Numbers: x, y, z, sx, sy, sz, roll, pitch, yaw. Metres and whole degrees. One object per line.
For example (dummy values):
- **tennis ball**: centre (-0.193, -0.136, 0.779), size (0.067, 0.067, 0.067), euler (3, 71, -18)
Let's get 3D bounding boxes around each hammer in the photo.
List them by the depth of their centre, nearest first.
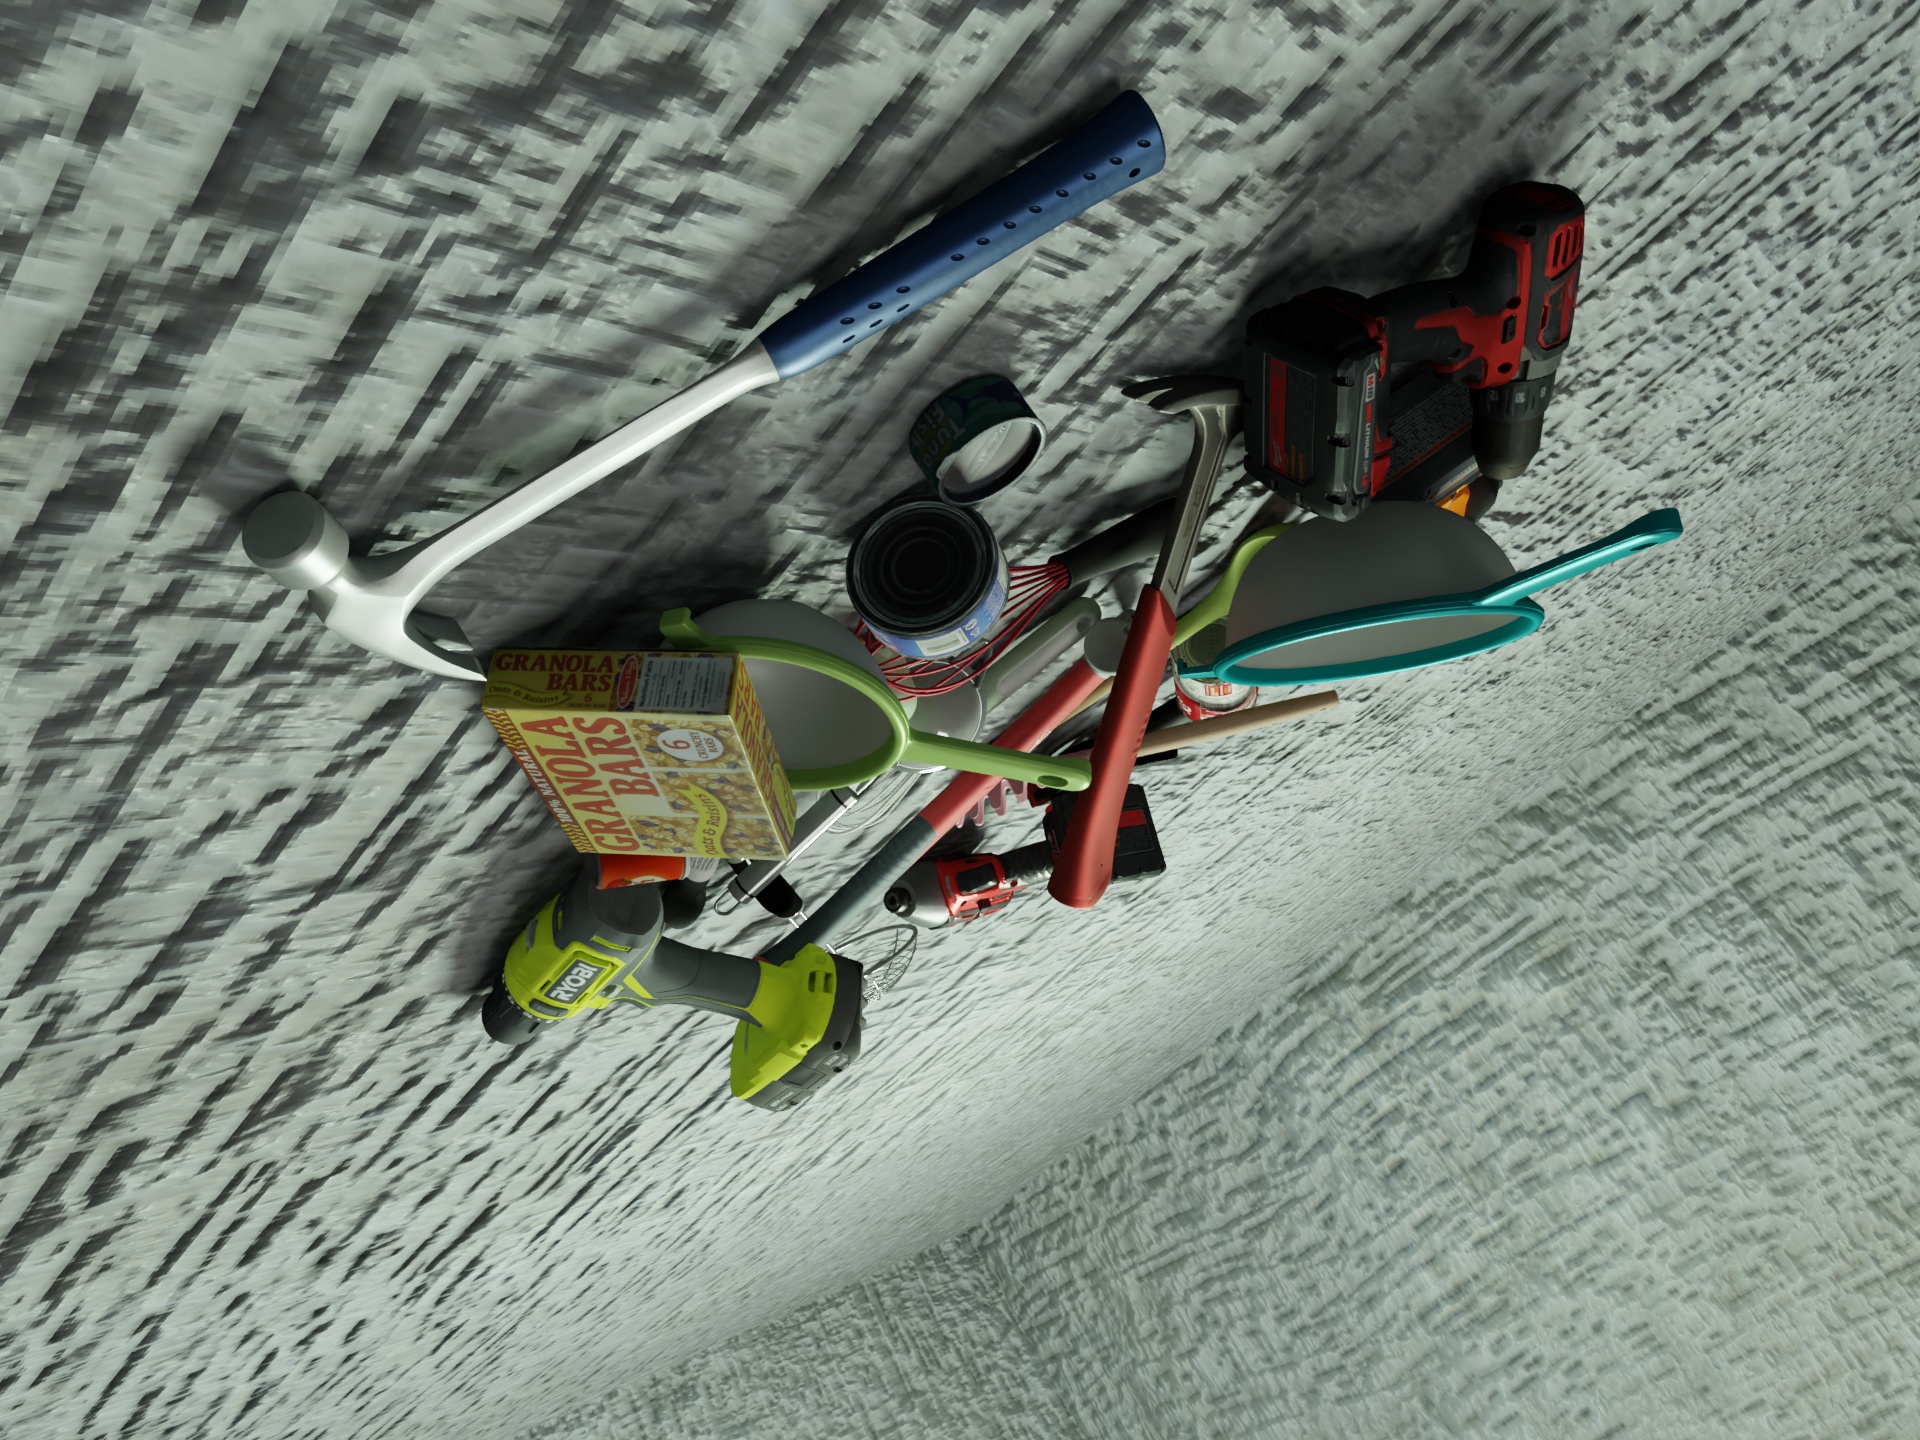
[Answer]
- **hammer**: centre (-0.091, -0.147, 0.681), size (0.405, 0.035, 0.144), euler (-32, 158, -4)
- **hammer**: centre (0.110, -0.039, 0.997), size (0.149, 0.037, 0.359), euler (-11, 125, -46)
- **hammer**: centre (-0.008, 0.063, 1.145), size (0.386, 0.038, 0.143), euler (-44, 175, 13)

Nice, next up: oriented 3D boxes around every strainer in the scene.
- **strainer**: centre (-0.049, -0.014, 0.863), size (0.256, 0.069, 0.151), euler (11, 150, -13)
- **strainer**: centre (0.293, -0.102, 0.985), size (0.211, 0.095, 0.340), euler (-2, 168, -27)
- **strainer**: centre (-0.069, 0.045, 1.050), size (0.258, 0.050, 0.086), euler (-43, 120, 9)

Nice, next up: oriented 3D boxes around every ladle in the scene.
- **ladle**: centre (0.138, -0.043, 1.192), size (0.320, 0.078, 0.062), euler (-34, -157, 11)

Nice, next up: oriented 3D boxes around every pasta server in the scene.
- **pasta server**: centre (0.145, 0.027, 1.258), size (0.316, 0.040, 0.060), euler (-14, 169, 3)

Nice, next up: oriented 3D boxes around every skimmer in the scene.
- **skimmer**: centre (-0.125, 0.147, 1.261), size (0.127, 0.090, 0.362), euler (-23, 148, 2)

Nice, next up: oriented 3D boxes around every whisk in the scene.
- **whisk**: centre (0.047, -0.084, 0.979), size (0.296, 0.073, 0.073), euler (-27, 158, -31)
- **whisk**: centre (-0.162, 0.079, 1.028), size (0.070, 0.070, 0.284), euler (-21, 162, -27)
- **whisk**: centre (-0.002, -0.003, 1.095), size (0.246, 0.059, 0.057), euler (-39, 130, 2)

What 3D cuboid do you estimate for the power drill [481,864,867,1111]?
- **power drill**: centre (-0.197, 0.190, 1.079), size (0.228, 0.080, 0.190), euler (24, 133, -26)

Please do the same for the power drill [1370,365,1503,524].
- **power drill**: centre (0.344, -0.177, 1.165), size (0.164, 0.084, 0.226), euler (-35, 162, 2)

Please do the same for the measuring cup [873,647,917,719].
- **measuring cup**: centre (-0.094, -0.007, 0.951), size (0.167, 0.038, 0.083), euler (-5, 156, -48)

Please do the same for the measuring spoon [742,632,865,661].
- **measuring spoon**: centre (-0.106, -0.039, 0.925), size (0.117, 0.011, 0.021), euler (-12, 160, -36)

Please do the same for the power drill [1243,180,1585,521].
- **power drill**: centre (0.278, -0.199, 0.948), size (0.226, 0.080, 0.187), euler (-28, 133, -23)

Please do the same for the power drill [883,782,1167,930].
- **power drill**: centre (0.046, 0.121, 1.317), size (0.219, 0.078, 0.143), euler (-23, 168, 35)
